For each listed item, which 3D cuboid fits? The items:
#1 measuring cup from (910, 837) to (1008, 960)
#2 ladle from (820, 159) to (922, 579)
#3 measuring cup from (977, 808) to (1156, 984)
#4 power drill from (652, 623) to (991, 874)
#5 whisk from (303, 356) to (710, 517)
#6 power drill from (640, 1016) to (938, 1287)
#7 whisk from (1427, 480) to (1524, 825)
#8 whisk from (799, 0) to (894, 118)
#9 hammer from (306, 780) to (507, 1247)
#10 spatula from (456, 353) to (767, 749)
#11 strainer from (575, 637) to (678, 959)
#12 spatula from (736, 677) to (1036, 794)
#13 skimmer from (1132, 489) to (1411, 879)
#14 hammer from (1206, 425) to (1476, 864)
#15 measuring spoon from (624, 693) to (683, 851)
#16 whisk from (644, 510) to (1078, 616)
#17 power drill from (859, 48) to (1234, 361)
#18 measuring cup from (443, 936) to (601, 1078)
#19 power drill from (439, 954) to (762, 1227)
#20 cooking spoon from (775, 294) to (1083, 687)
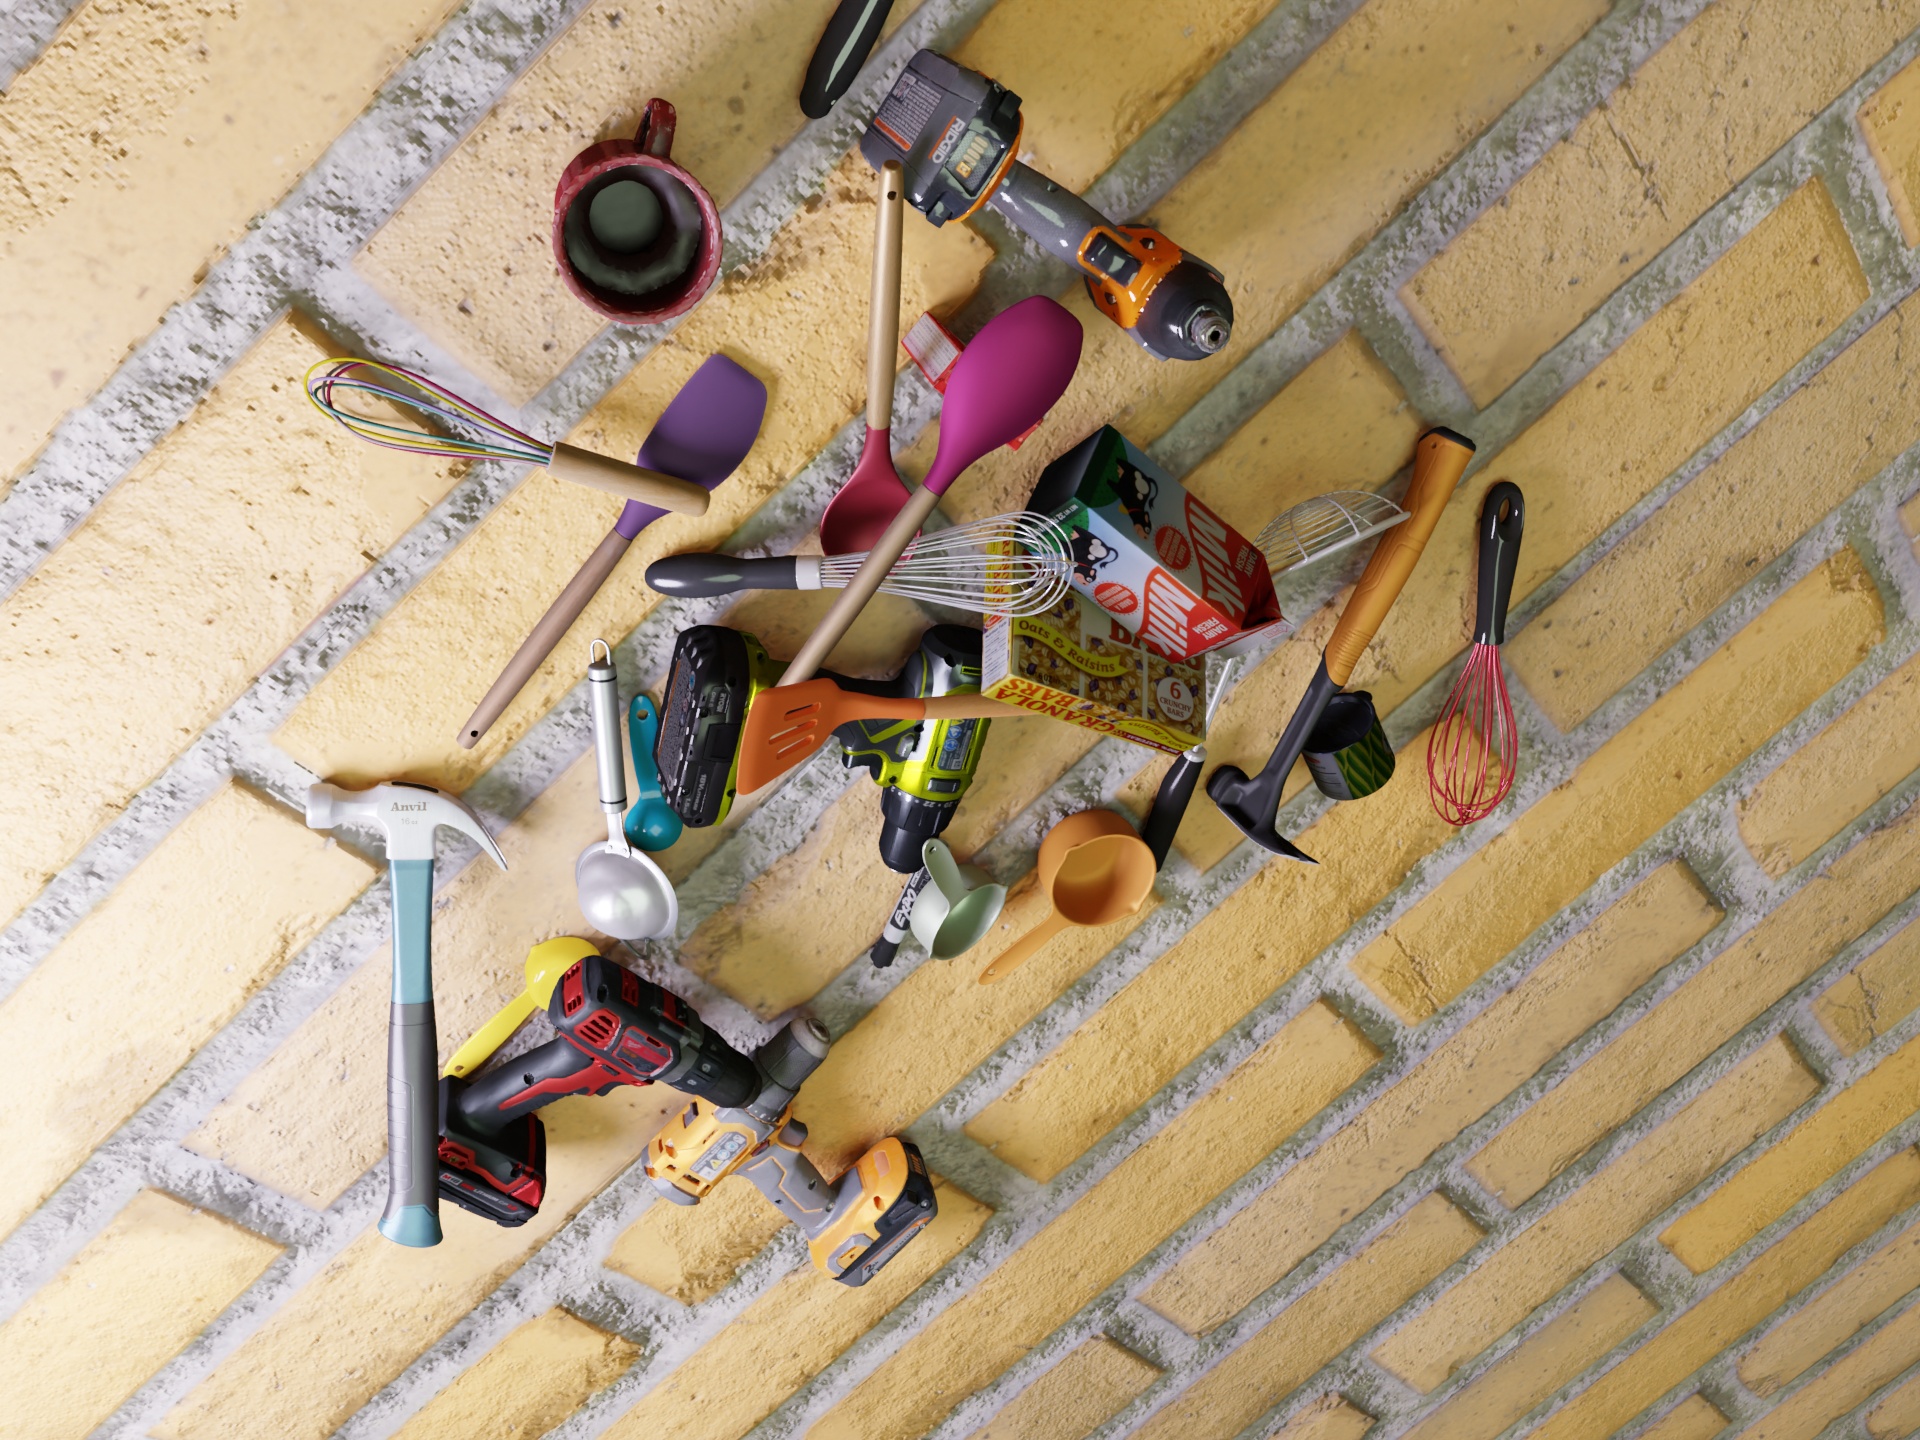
[{"bbox_3d":[-0.014,0.121,1.193,0.083,0.038,0.167,-41,147,-13],"label":"measuring cup"},{"bbox_3d":[-0.050,-0.201,0.969,0.069,0.031,0.315,-5,144,-10],"label":"ladle"},{"bbox_3d":[0.073,0.140,1.259,0.173,0.052,0.095,-41,123,10],"label":"measuring cup"},{"bbox_3d":[-0.092,0.021,1.115,0.228,0.080,0.190,4,117,-26],"label":"power drill"},{"bbox_3d":[-0.268,-0.167,0.960,0.244,0.051,0.047,15,107,-23],"label":"whisk"},{"bbox_3d":[-0.119,0.350,1.304,0.226,0.084,0.185,39,100,-28],"label":"power drill"},{"bbox_3d":[0.417,-0.046,1.263,0.073,0.073,0.295,-8,115,-14],"label":"whisk"},{"bbox_3d":[-0.027,-0.444,0.884,0.055,0.055,0.239,22,114,-28],"label":"whisk"},{"bbox_3d":[-0.378,0.205,1.094,0.128,0.033,0.331,0,100,-17],"label":"hammer"},{"bbox_3d":[-0.232,-0.101,1.033,0.059,0.018,0.316,34,104,-29],"label":"spatula"},{"bbox_3d":[-0.243,0.065,1.107,0.087,0.050,0.258,9,114,21],"label":"strainer"},{"bbox_3d":[-0.002,-0.003,1.074,0.322,0.041,0.081,-4,127,-27],"label":"spatula"},{"bbox_3d":[0.221,-0.012,1.194,0.127,0.090,0.363,-24,139,-52],"label":"skimmer"},{"bbox_3d":[0.294,-0.058,1.187,0.034,0.127,0.337,17,107,-28],"label":"hammer"},{"bbox_3d":[-0.219,0.041,1.119,0.042,0.021,0.128,-8,122,-14],"label":"measuring spoon"},{"bbox_3d":[-0.066,-0.098,1.037,0.284,0.070,0.070,-1,122,5],"label":"whisk"},{"bbox_3d":[0.062,-0.290,0.934,0.226,0.164,0.084,27,109,-28],"label":"power drill"},{"bbox_3d":[-0.329,0.224,1.185,0.156,0.029,0.062,-43,123,7],"label":"measuring cup"},{"bbox_3d":[-0.279,0.283,1.189,0.226,0.080,0.187,-37,128,14],"label":"power drill"},{"bbox_3d":[-0.032,-0.122,0.982,0.068,0.017,0.319,28,109,-28],"label":"cooking spoon"}]
